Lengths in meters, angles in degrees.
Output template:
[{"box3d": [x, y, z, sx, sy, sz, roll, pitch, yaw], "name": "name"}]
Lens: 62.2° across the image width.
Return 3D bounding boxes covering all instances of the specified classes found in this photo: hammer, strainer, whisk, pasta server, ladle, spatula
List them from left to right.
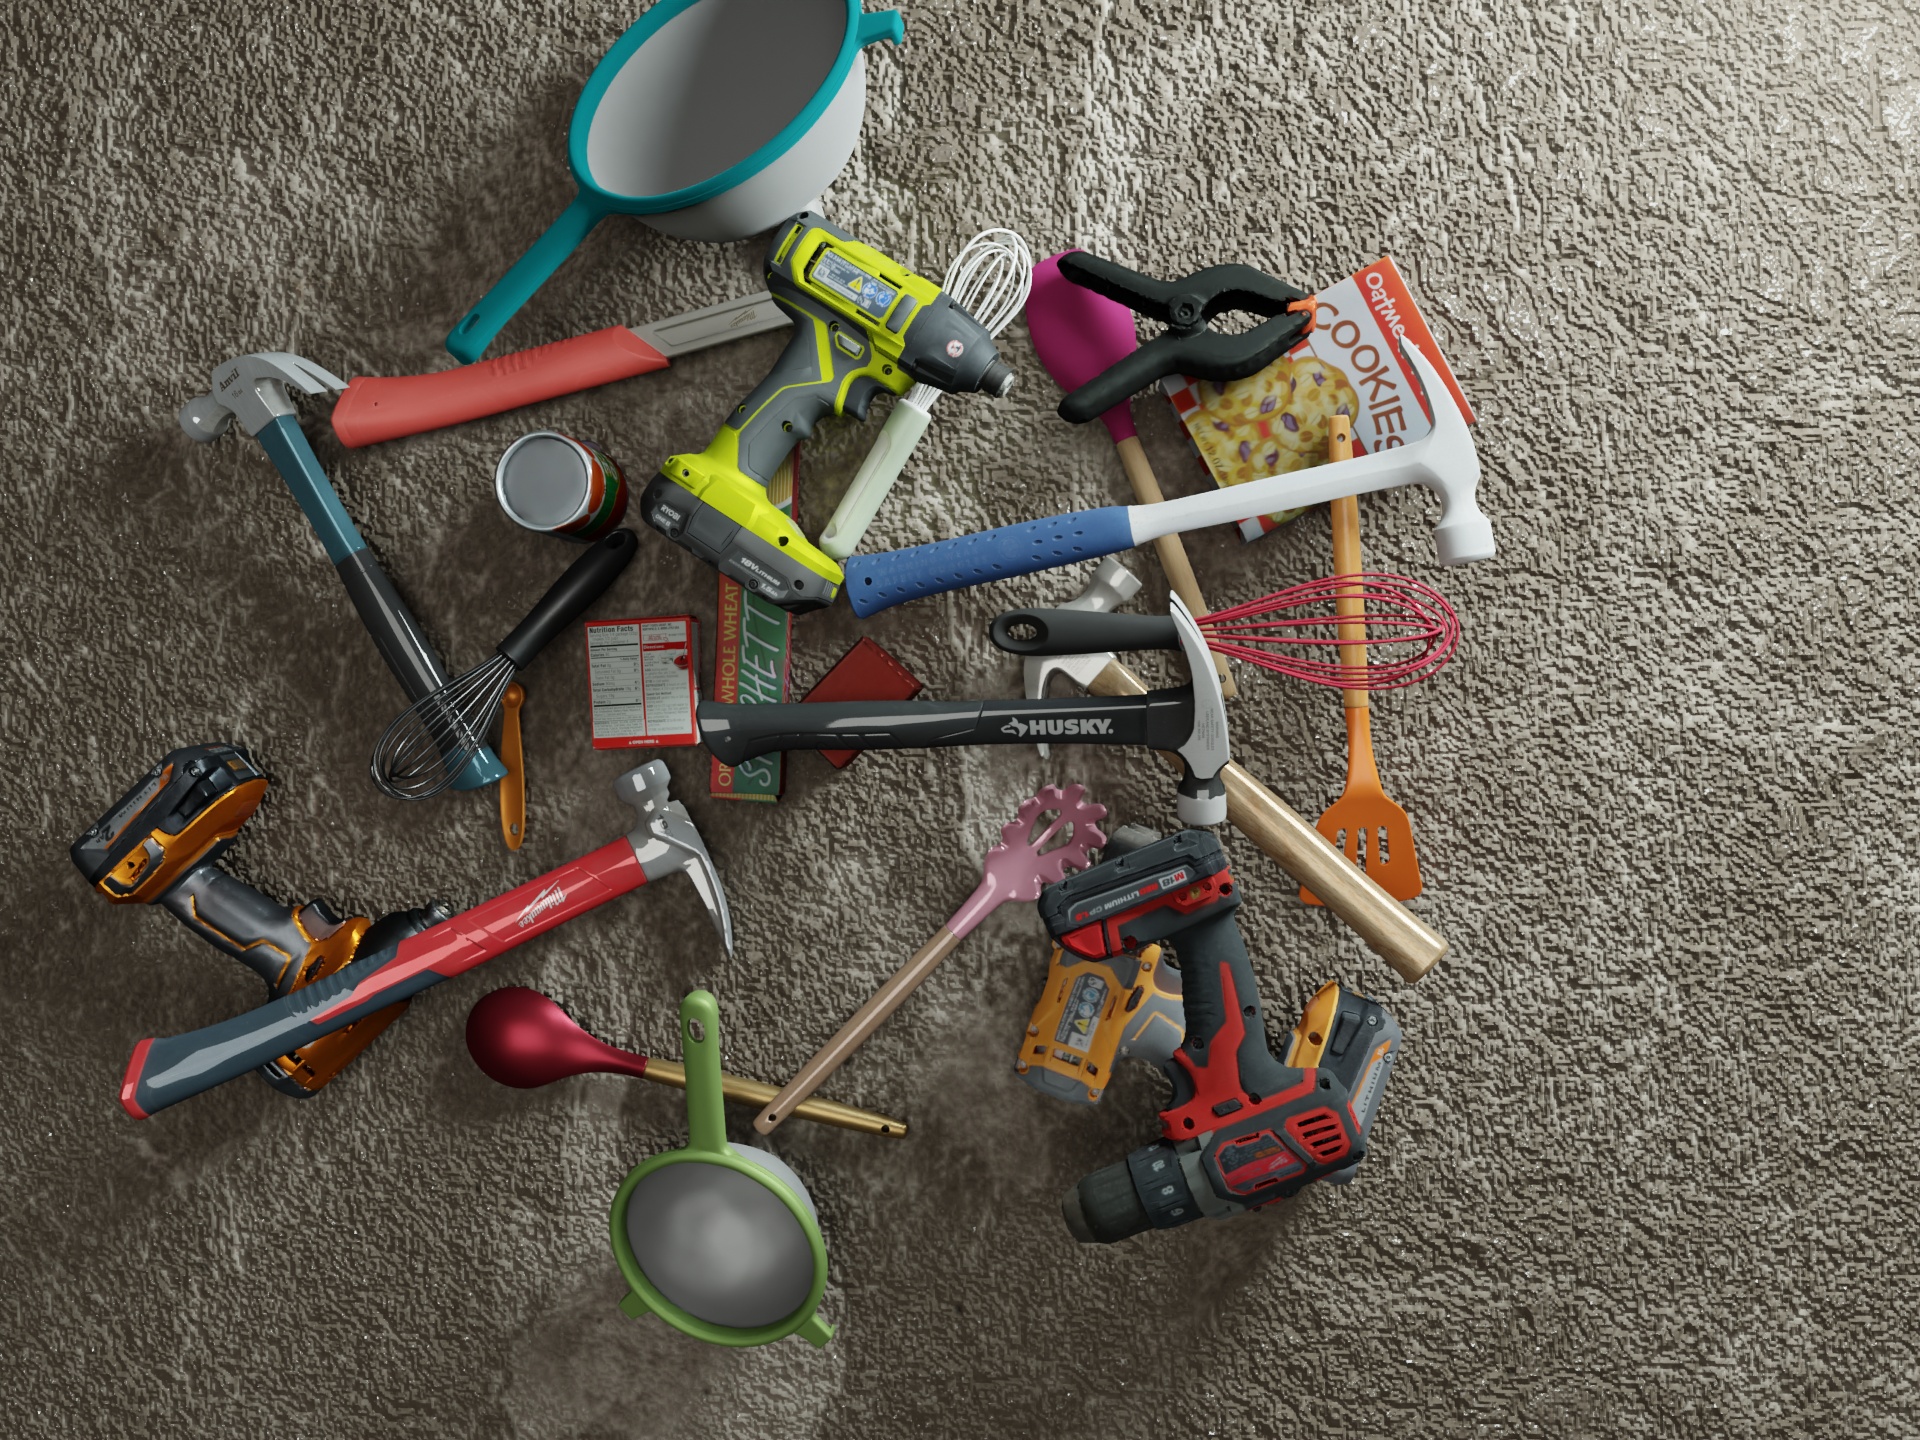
[{"box3d": [-0.405, -0.098, 1.075, 0.128, 0.033, 0.331, -27, 94, 32], "name": "hammer"}, {"box3d": [-0.342, 0.170, 1.035, 0.386, 0.038, 0.143, -26, 91, -13], "name": "hammer"}, {"box3d": [-0.295, -0.040, 1.049, 0.055, 0.055, 0.239, 39, 72, 2], "name": "whisk"}, {"box3d": [-0.246, -0.235, 1.075, 0.359, 0.036, 0.149, -15, 90, 3], "name": "hammer"}, {"box3d": [-0.183, -0.334, 1.018, 0.340, 0.095, 0.211, -47, 53, -2], "name": "strainer"}, {"box3d": [-0.190, 0.245, 1.087, 0.315, 0.031, 0.069, 13, 91, 2], "name": "ladle"}, {"box3d": [-0.154, 0.285, 1.043, 0.151, 0.069, 0.256, 3, 108, 14], "name": "strainer"}, {"box3d": [-0.027, -0.214, 1.057, 0.059, 0.058, 0.246, 25, 99, -40], "name": "whisk"}, {"box3d": [-0.024, 0.162, 1.059, 0.060, 0.040, 0.316, 45, 90, -1], "name": "pasta server"}, {"box3d": [-0.002, -0.003, 0.996, 0.335, 0.035, 0.146, -1, 114, 8], "name": "hammer"}, {"box3d": [0.119, -0.132, 1.016, 0.405, 0.035, 0.144, -11, 90, 15], "name": "hammer"}, {"box3d": [0.159, -0.056, 0.998, 0.296, 0.073, 0.073, 1, 91, 20], "name": "whisk"}, {"box3d": [0.174, 0.047, 1.029, 0.331, 0.031, 0.130, 43, 96, 13], "name": "hammer"}, {"box3d": [0.253, -0.034, 1.032, 0.081, 0.041, 0.322, -4, 95, 6], "name": "spatula"}]

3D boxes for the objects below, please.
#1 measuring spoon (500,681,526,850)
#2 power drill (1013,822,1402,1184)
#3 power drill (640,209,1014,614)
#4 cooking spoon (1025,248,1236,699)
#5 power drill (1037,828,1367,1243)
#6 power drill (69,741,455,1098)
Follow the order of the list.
[{"box3d": [-0.307, 0.032, 1.098, 0.021, 0.011, 0.117, 2, 94, 26], "name": "measuring spoon"}, {"box3d": [0.167, 0.183, 1.038, 0.226, 0.084, 0.185, 19, 91, 7], "name": "power drill"}, {"box3d": [-0.086, -0.186, 1.010, 0.171, 0.080, 0.223, 33, 94, 6], "name": "power drill"}, {"box3d": [0.121, -0.163, 1.062, 0.069, 0.017, 0.319, -21, 89, 5], "name": "cooking spoon"}, {"box3d": [0.121, 0.197, 0.971, 0.188, 0.080, 0.227, -23, 84, 8], "name": "power drill"}, {"box3d": [-0.461, 0.122, 1.076, 0.164, 0.084, 0.226, -42, 93, 3], "name": "power drill"}]
